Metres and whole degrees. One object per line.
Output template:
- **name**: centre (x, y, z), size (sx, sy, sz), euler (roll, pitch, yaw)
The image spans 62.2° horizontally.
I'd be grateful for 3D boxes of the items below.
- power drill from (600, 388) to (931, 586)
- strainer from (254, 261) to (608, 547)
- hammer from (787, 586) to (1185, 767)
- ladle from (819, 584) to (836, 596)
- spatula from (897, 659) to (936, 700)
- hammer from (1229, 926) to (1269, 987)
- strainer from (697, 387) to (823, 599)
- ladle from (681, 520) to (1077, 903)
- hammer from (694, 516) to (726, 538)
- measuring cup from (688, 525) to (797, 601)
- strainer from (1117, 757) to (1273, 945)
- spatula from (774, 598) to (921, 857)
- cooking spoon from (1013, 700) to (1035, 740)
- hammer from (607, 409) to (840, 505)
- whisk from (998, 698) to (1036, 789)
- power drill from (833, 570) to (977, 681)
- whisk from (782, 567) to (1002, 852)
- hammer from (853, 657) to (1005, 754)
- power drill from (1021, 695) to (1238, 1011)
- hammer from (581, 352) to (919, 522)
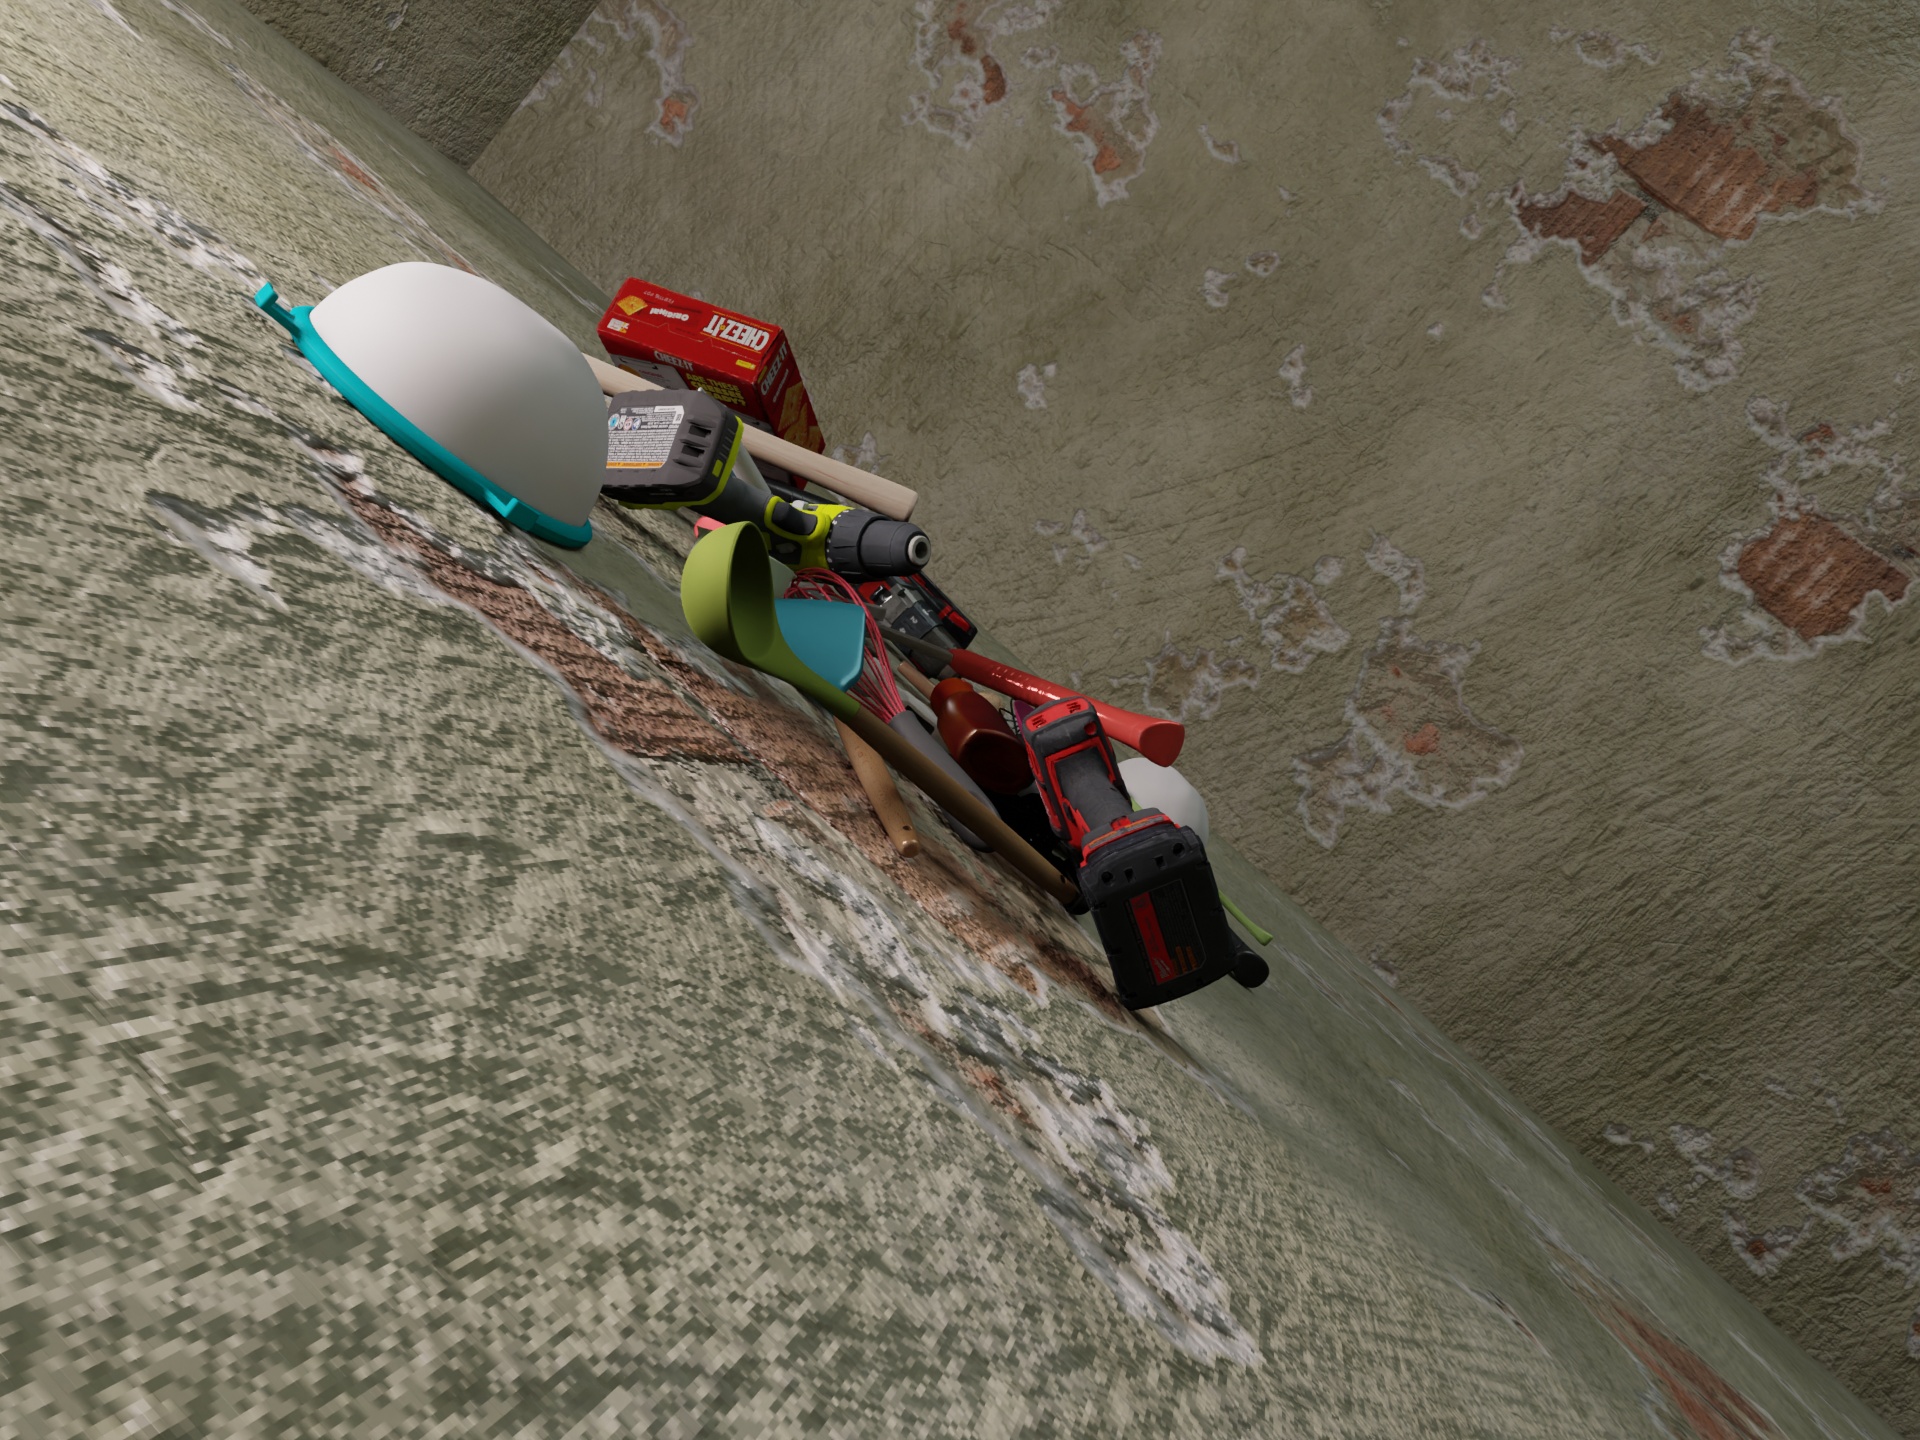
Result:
- **power drill**: centre (-0.149, -0.164, 1.205), size (0.191, 0.080, 0.228), euler (9, -13, 42)
- **strainer**: centre (-0.277, -0.211, 1.009), size (0.211, 0.095, 0.340), euler (41, 7, -1)
- **hammer**: centre (0.026, -0.039, 1.330), size (0.359, 0.036, 0.149), euler (22, 7, 29)
- **ladle**: centre (-0.161, -0.154, 1.642), size (0.069, 0.031, 0.315), euler (42, 4, -14)
- **spatula**: centre (0.058, 0.049, 1.581), size (0.316, 0.018, 0.060), euler (42, 3, 1)
- **hammer**: centre (0.196, 0.147, 1.615), size (0.335, 0.035, 0.146), euler (48, 2, 37)
- **strainer**: centre (-0.163, -0.181, 1.355), size (0.258, 0.050, 0.087), euler (61, 29, -43)
- **ladle**: centre (-0.036, 0.006, 0.924), size (0.320, 0.062, 0.078), euler (41, 35, -21)
- **hammer**: centre (-0.196, -0.185, 1.510), size (0.143, 0.038, 0.386), euler (29, 10, -11)
- **measuring cup**: centre (-0.180, -0.110, 1.212), size (0.083, 0.038, 0.168), euler (27, -7, -20)
- **strainer**: centre (0.251, 0.126, 1.668), size (0.256, 0.069, 0.151), euler (45, 2, -1)
- **spatula**: centre (-0.070, -0.002, 1.029), size (0.082, 0.044, 0.318), euler (2, 24, -19)
- **cooking spoon**: centre (0.108, 0.061, 1.312), size (0.318, 0.017, 0.069), euler (43, 21, -56)
- **hammer**: centre (-0.191, -0.210, 1.427), size (0.330, 0.033, 0.128), euler (15, 16, -38)
- **whisk**: centre (0.052, 0.020, 1.306), size (0.055, 0.055, 0.239), euler (40, 11, -5)
- **power drill**: centre (-0.048, -0.102, 1.650), size (0.188, 0.080, 0.226), euler (47, 4, 11)
- **whisk**: centre (-0.054, -0.010, 1.149), size (0.296, 0.073, 0.073), euler (51, 10, 33)
- **hammer**: centre (-0.002, -0.005, 1.440), size (0.130, 0.031, 0.331), euler (43, 10, 7)
- **power drill**: centre (0.105, 0.088, 1.069), size (0.220, 0.078, 0.143), euler (-115, -176, -61)
- **hammer**: centre (-0.231, -0.265, 1.398), size (0.410, 0.038, 0.146), euler (22, 8, -3)
